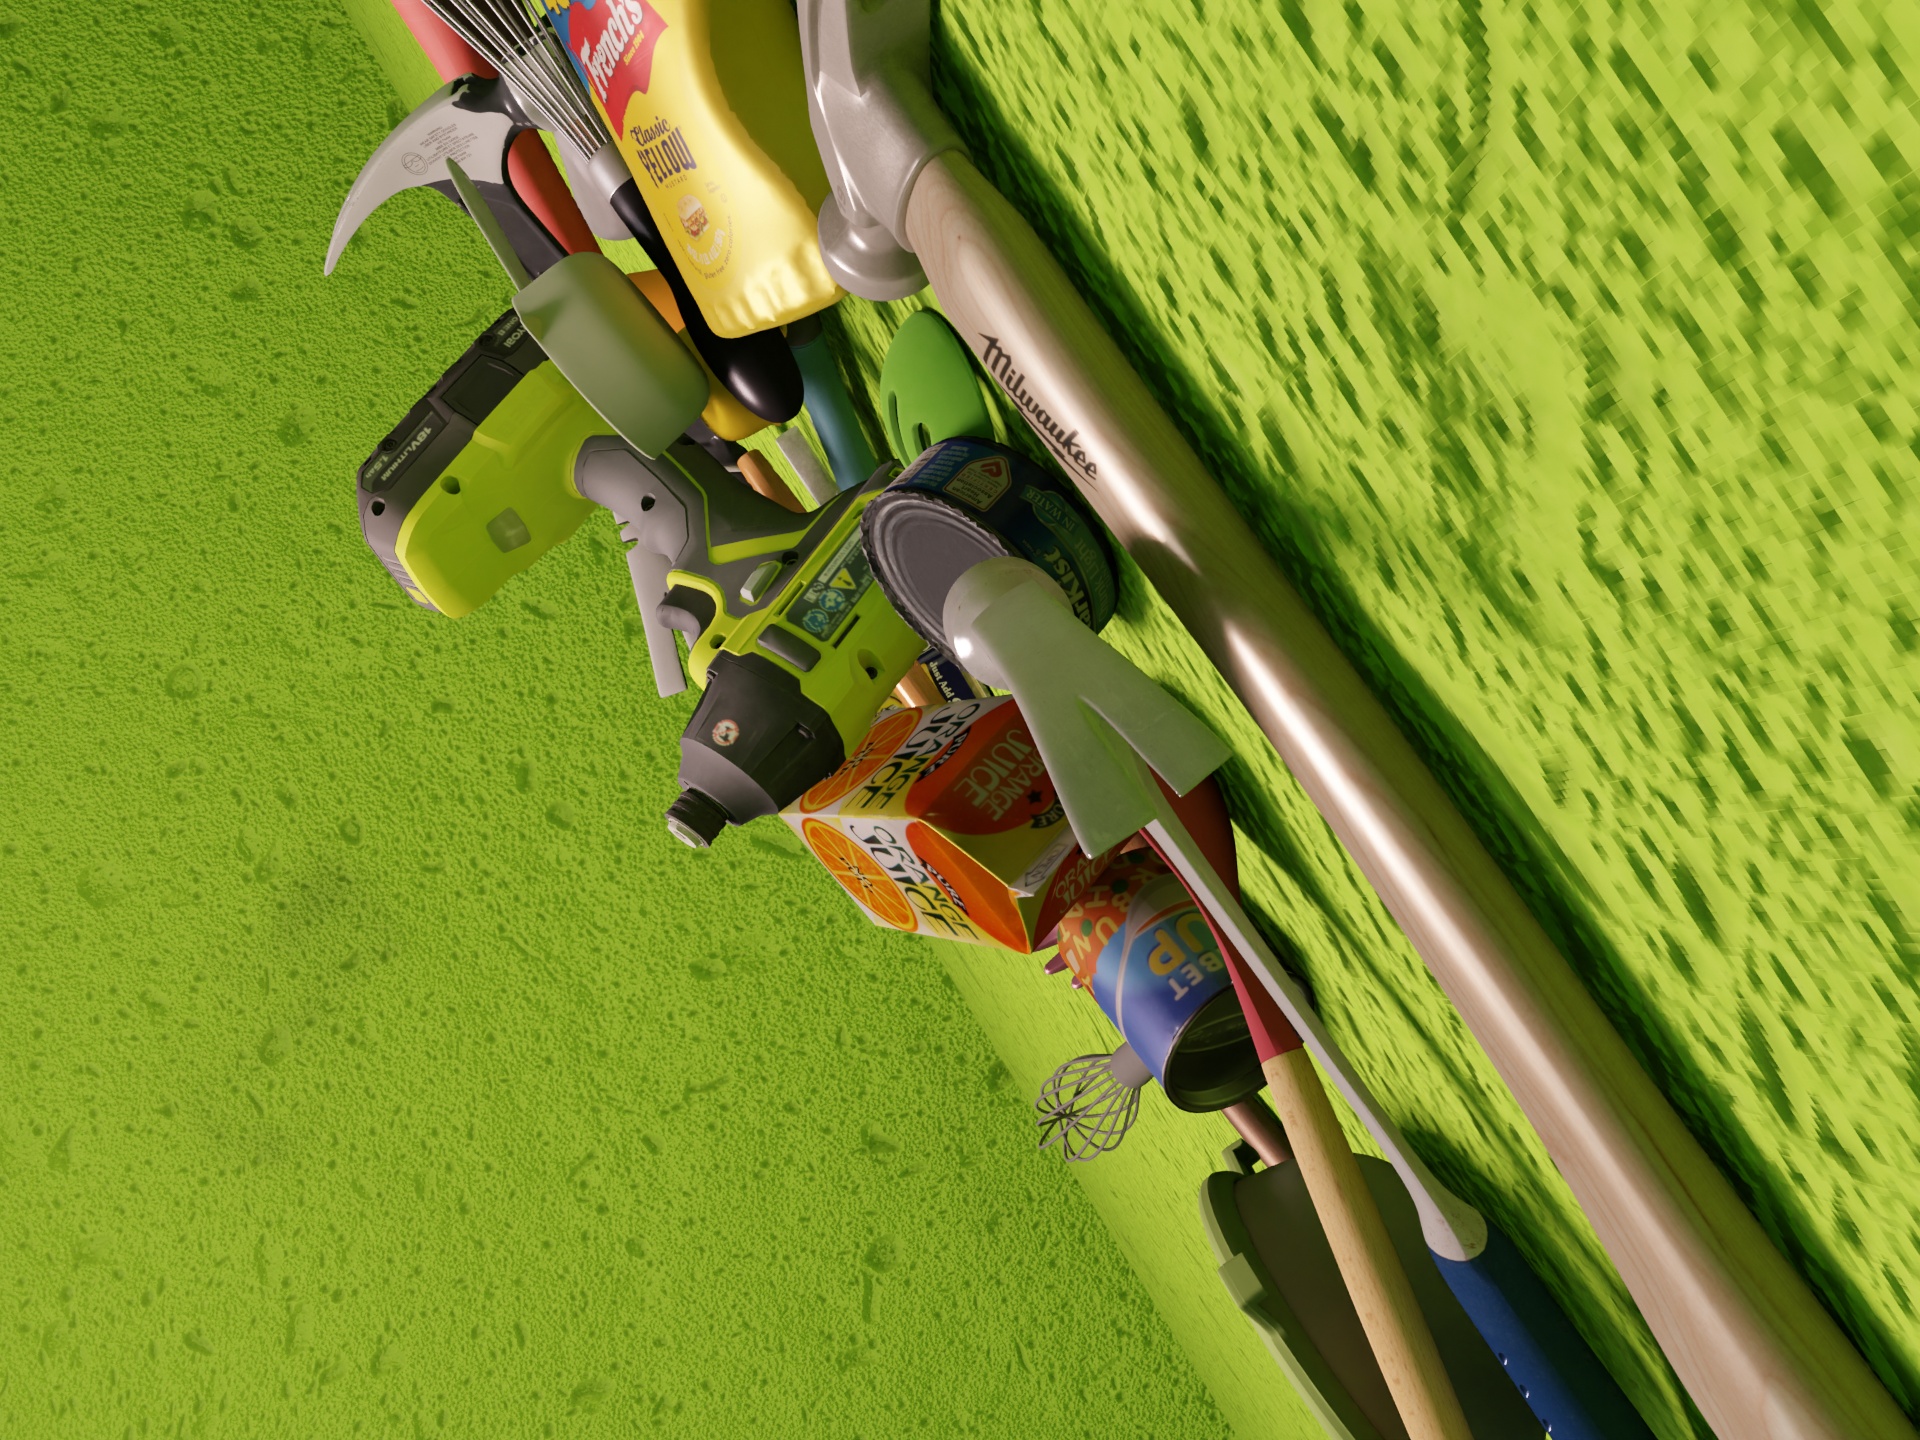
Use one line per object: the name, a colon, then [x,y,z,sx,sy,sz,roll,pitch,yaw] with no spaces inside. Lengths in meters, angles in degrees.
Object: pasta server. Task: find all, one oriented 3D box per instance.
pasta server: [0.120,0.181,0.818,0.317,0.040,0.060,48,153,44]

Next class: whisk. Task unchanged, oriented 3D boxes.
whisk: [-0.142,-0.230,0.584,0.284,0.070,0.070,55,172,-1]
whisk: [0.084,0.176,0.803,0.055,0.055,0.238,56,153,17]

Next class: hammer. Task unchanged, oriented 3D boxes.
hammer: [0.127,0.132,0.422,0.405,0.035,0.144,53,-178,-16]
hammer: [-0.191,-0.217,0.817,0.358,0.037,0.149,66,-162,-53]
hammer: [-0.106,-0.022,0.853,0.336,0.034,0.127,61,-171,-69]
hammer: [-0.135,-0.140,0.801,0.408,0.149,0.036,50,-154,-45]
hammer: [0.082,-0.006,0.366,0.411,0.038,0.146,56,170,11]
hammer: [-0.072,-0.174,0.663,0.128,0.033,0.330,50,168,39]

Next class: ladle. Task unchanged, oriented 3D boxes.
ladle: [0.109,0.129,0.491,0.069,0.031,0.316,13,-129,-56]

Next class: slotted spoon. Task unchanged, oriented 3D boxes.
slotted spoon: [0.040,-0.014,0.618,0.070,0.031,0.313,37,159,56]

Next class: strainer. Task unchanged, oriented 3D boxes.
strainer: [0.188,0.241,0.538,0.256,0.069,0.151,49,-172,7]

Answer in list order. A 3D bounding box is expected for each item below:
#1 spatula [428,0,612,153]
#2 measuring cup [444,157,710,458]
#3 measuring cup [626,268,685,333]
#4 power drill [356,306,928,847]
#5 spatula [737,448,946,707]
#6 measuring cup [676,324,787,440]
spatula: [-0.182,-0.284,0.751,0.315,0.018,0.060,49,-135,-63]
measuring cup: [-0.149,-0.171,0.604,0.168,0.038,0.083,55,-174,24]
measuring cup: [-0.128,-0.160,0.854,0.095,0.052,0.173,-83,-21,-57]
power drill: [-0.123,-0.062,0.640,0.223,0.171,0.080,30,161,19]
spatula: [-0.001,-0.002,0.757,0.322,0.041,0.081,54,178,3]
measuring cup: [-0.096,-0.152,0.666,0.062,0.029,0.156,58,169,-8]
